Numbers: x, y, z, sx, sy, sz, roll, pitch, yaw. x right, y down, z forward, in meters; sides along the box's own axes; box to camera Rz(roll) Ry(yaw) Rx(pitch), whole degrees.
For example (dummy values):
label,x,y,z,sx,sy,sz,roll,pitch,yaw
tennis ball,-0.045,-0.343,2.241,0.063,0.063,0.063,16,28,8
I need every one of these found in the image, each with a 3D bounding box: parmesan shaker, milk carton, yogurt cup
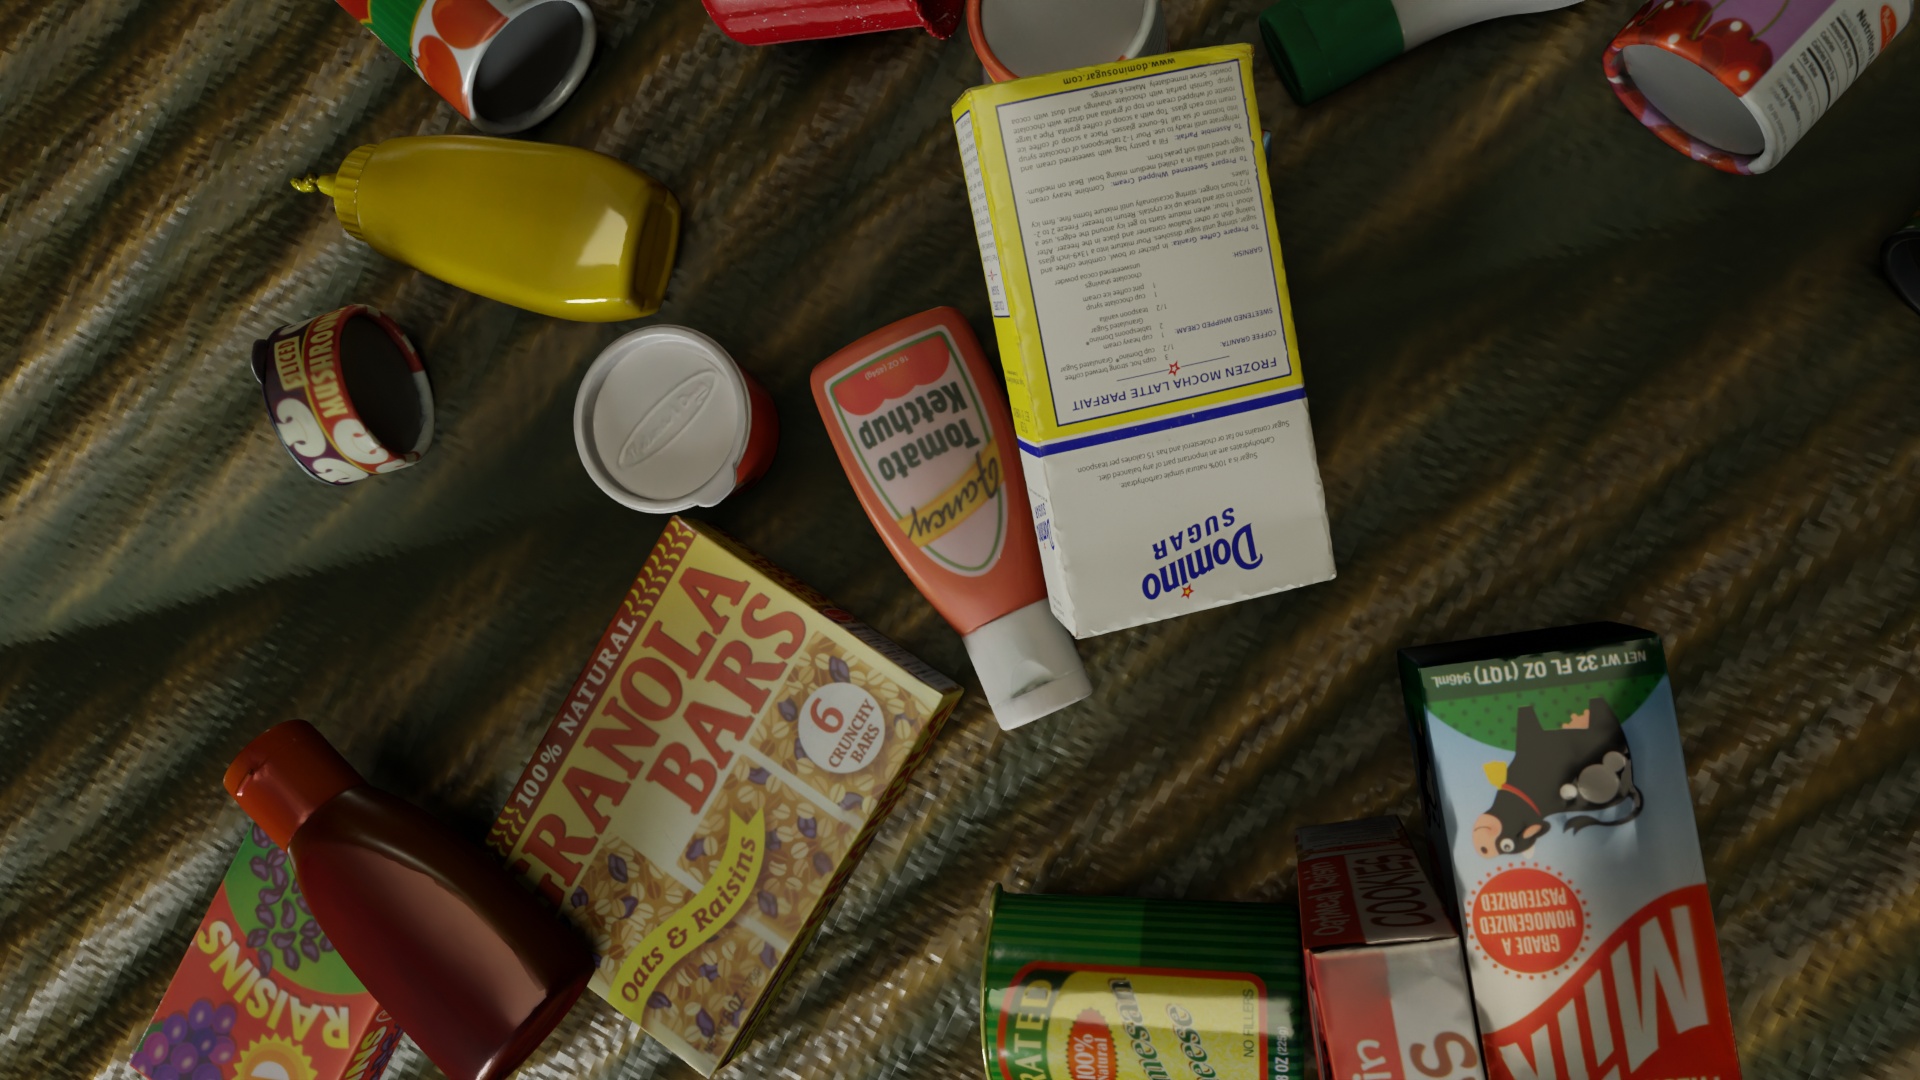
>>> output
label,x,y,z,sx,sy,sz,roll,pitch,yaw
parmesan shaker,0.063,0.152,0.472,0.103,0.071,0.071,-1,88,12
milk carton,0.193,0.126,0.442,0.072,0.073,0.190,-10,87,12
yogurt cup,-0.102,-0.043,0.521,0.072,0.054,0.072,0,88,12

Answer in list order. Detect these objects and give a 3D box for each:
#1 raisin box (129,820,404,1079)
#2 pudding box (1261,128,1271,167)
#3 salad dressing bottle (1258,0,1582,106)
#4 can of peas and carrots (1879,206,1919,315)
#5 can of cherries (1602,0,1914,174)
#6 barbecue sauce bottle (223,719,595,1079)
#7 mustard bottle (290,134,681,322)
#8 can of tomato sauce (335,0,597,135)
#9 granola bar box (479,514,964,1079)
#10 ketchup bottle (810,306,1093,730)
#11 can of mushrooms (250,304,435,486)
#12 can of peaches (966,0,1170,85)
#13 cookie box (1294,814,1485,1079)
label,x,y,z,sx,sy,sz,roll,pitch,yaw
raisin box,-0.263,0.175,0.556,0.086,0.040,0.123,29,93,10
pudding box,0.075,-0.109,0.497,0.050,0.030,0.083,20,93,11
salad dressing bottle,0.176,-0.199,0.471,0.147,0.044,0.064,-27,84,10
can of peas and carrots,0.331,-0.094,0.421,0.071,0.071,0.058,44,97,10
can of cherries,0.250,-0.161,0.445,0.071,0.071,0.058,42,98,10
barbecue sauce bottle,-0.204,0.127,0.504,0.149,0.044,0.064,41,104,11
mustard bottle,-0.191,-0.129,0.545,0.160,0.049,0.065,15,93,13
can of tomato sauce,-0.194,-0.208,0.540,0.083,0.071,0.071,42,97,9
granola bar box,-0.094,0.093,0.522,0.124,0.039,0.165,32,95,12
ketchup bottle,0.002,-0.006,0.503,0.065,0.043,0.149,-25,84,6
can of mushrooms,-0.239,-0.058,0.542,0.033,0.071,0.071,-14,86,10
can of peaches,0.037,-0.180,0.493,0.071,0.058,0.071,0,89,12
cookie box,0.128,0.157,0.407,0.040,0.167,0.123,-11,86,13
